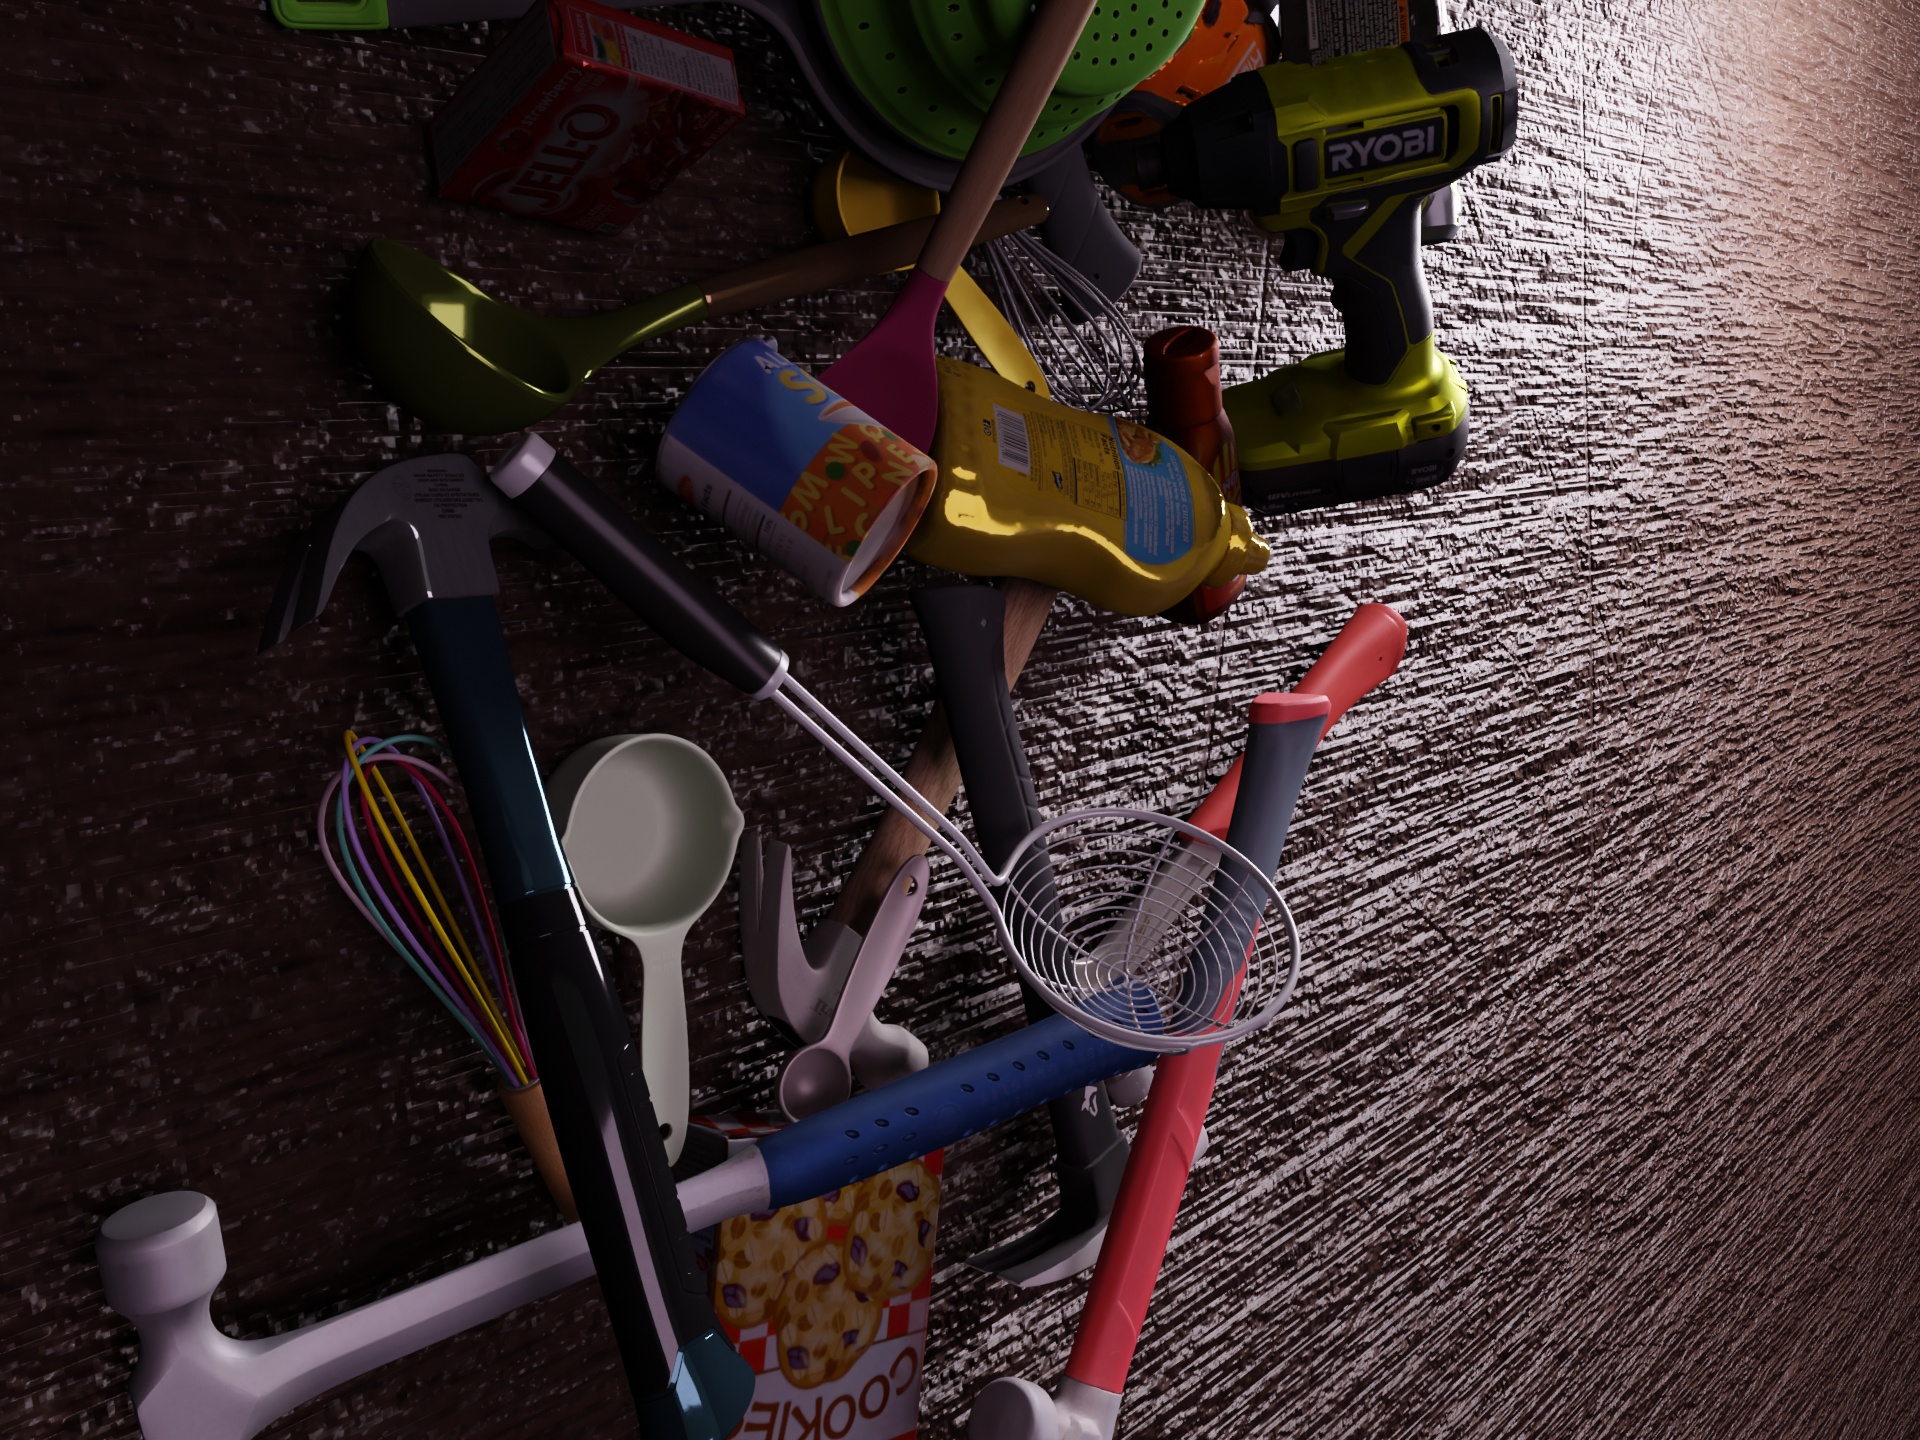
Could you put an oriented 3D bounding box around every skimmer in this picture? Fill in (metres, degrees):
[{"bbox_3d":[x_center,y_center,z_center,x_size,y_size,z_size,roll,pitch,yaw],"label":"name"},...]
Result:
[{"bbox_3d":[-0.009,0.006,0.600,0.363,0.090,0.127,43,32,-27],"label":"skimmer"}]

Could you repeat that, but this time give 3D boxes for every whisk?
[{"bbox_3d":[0.011,-0.225,0.722,0.238,0.055,0.055,48,60,-30],"label":"whisk"},{"bbox_3d":[-0.164,0.108,0.568,0.051,0.047,0.244,-40,124,-38],"label":"whisk"}]

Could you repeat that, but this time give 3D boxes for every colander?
[{"bbox_3d":[-0.037,-0.279,0.573,0.397,0.095,0.204,-19,124,-28],"label":"colander"}]

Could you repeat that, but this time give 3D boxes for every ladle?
[{"bbox_3d":[-0.076,-0.174,0.602,0.320,0.078,0.062,-28,155,-36],"label":"ladle"}]

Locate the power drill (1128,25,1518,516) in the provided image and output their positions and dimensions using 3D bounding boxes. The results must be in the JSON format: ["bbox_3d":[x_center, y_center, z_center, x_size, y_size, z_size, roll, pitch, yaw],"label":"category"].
[{"bbox_3d":[0.178,-0.216,0.792,0.223,0.171,0.080,74,8,-46],"label":"power drill"}]

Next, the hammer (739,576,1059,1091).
[{"bbox_3d":[-0.001,-0.002,0.731,0.129,0.031,0.331,45,61,-38],"label":"hammer"}]

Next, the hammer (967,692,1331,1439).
[{"bbox_3d":[0.117,0.167,0.760,0.143,0.038,0.386,37,67,-42],"label":"hammer"}]

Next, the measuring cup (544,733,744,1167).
[{"bbox_3d":[-0.125,0.087,0.607,0.083,0.038,0.167,-8,100,-45],"label":"measuring cup"}]

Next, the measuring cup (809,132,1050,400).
[{"bbox_3d":[-0.011,-0.191,0.710,0.156,0.029,0.062,46,63,-36],"label":"measuring cup"}]

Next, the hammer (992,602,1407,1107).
[{"bbox_3d":[0.152,0.037,0.885,0.359,0.037,0.149,-45,122,-33],"label":"hammer"}]

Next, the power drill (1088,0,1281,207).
[{"bbox_3d":[0.088,-0.389,0.769,0.164,0.084,0.226,-58,132,-28],"label":"power drill"}]

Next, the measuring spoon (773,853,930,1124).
[{"bbox_3d":[-0.044,0.110,0.663,0.034,0.018,0.124,39,66,-31],"label":"measuring spoon"}]

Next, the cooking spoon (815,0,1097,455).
[{"bbox_3d":[0.001,-0.192,0.599,0.068,0.017,0.318,12,124,-32],"label":"cooking spoon"}]

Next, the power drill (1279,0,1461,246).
[{"bbox_3d":[0.236,-0.366,0.882,0.228,0.080,0.190,-31,117,-65],"label":"power drill"}]

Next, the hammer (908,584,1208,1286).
[{"bbox_3d":[0.030,0.096,0.718,0.146,0.035,0.334,-30,113,-40],"label":"hammer"}]

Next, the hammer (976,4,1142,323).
[{"bbox_3d":[-0.007,-0.350,0.669,0.036,0.149,0.408,-104,170,-53],"label":"hammer"}]

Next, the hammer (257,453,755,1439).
[{"bbox_3d":[-0.131,0.070,0.513,0.128,0.033,0.331,-9,78,-55],"label":"hammer"}]

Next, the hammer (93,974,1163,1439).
[{"bbox_3d":[-0.084,0.180,0.593,0.405,0.035,0.144,-14,105,-34],"label":"hammer"}]
